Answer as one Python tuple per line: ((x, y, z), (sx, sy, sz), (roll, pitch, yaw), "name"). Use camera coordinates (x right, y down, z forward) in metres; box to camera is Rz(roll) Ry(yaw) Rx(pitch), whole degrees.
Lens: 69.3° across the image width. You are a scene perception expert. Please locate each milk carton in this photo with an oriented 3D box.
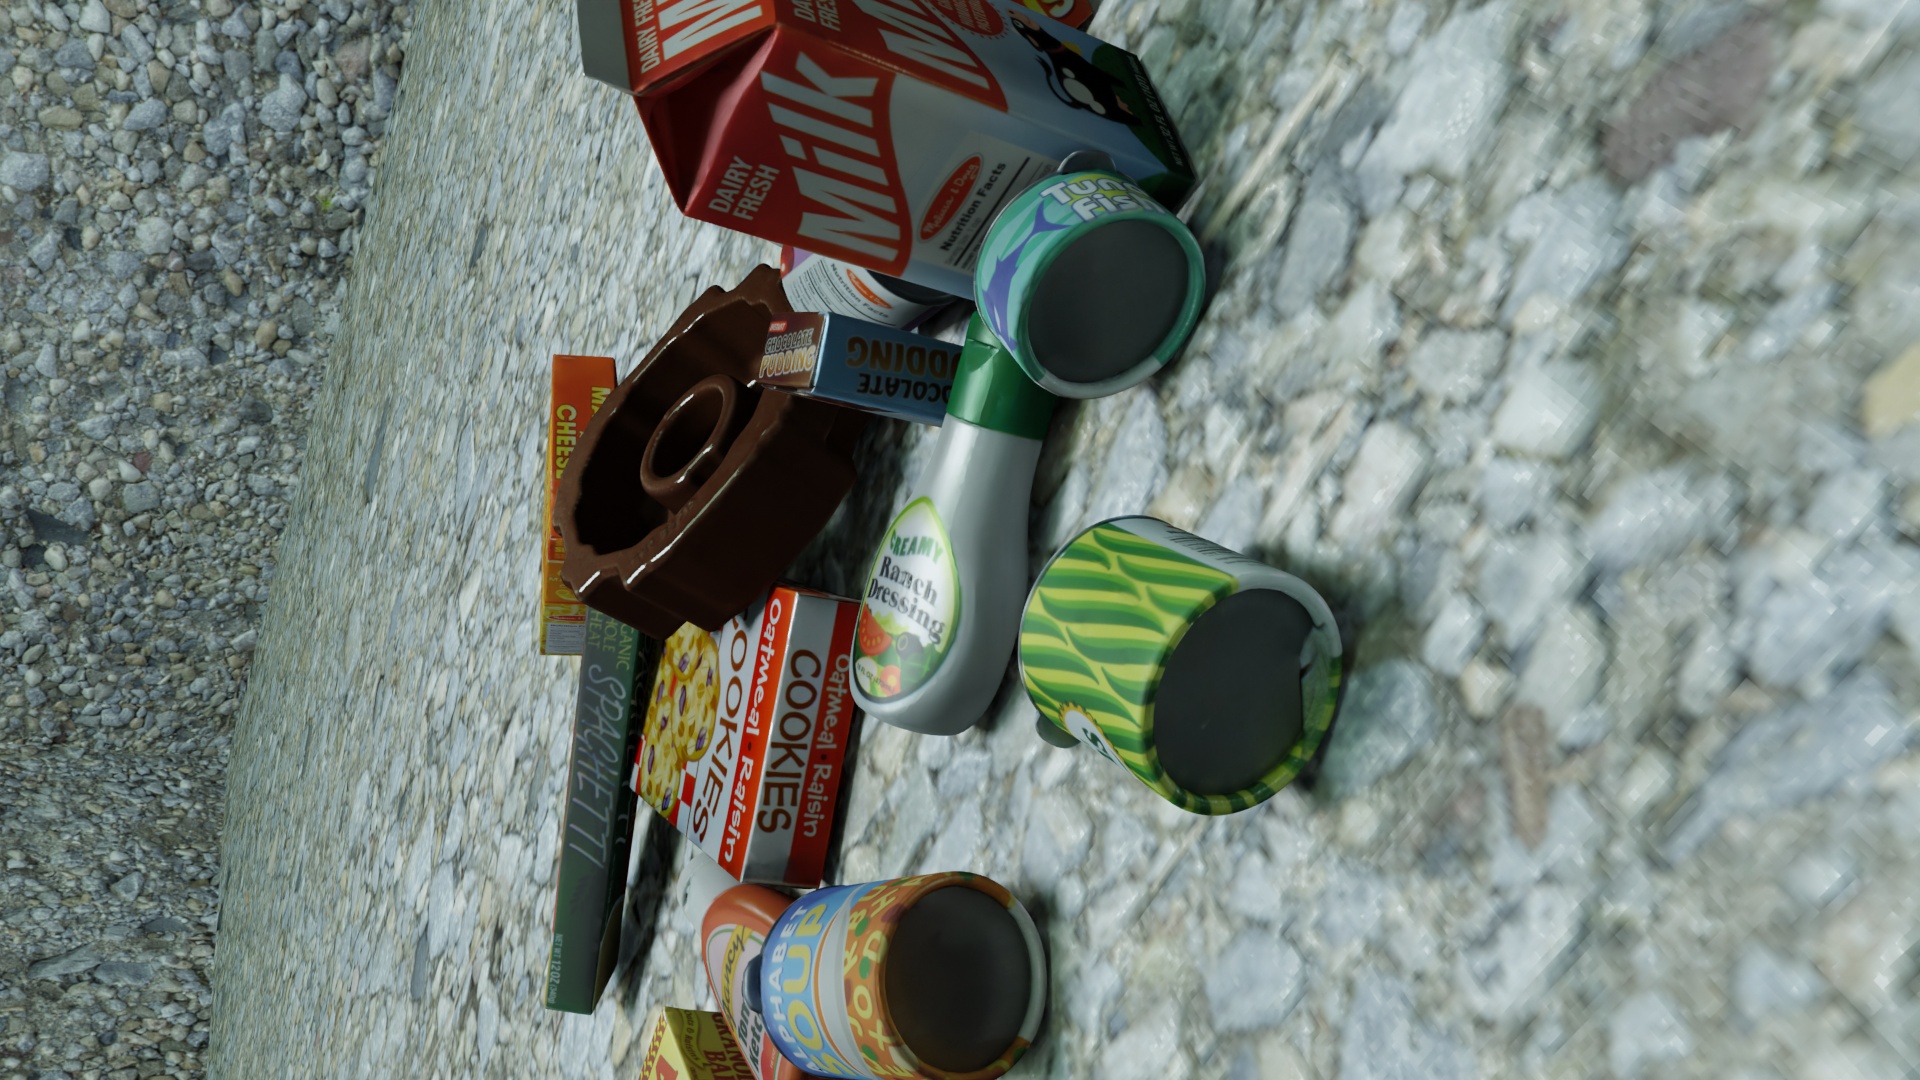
((-0.028, -0.137, 0.439), (0.073, 0.191, 0.072), (-50, 42, 39), "milk carton")

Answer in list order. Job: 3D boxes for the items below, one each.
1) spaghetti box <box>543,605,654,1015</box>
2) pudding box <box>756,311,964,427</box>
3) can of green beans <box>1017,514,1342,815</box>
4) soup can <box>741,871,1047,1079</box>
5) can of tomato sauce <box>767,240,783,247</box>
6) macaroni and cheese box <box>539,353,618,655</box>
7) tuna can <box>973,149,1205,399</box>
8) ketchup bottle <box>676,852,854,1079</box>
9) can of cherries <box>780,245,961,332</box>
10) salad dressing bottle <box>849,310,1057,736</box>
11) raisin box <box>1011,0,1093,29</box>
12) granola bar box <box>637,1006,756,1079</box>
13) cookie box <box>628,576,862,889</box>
((-0.187, 0.128, 0.727), (0.050, 0.029, 0.249), (-83, 3, -74), "spaghetti box")
((-0.027, -0.062, 0.519), (0.049, 0.084, 0.030), (15, 94, 59), "pudding box")
((0.058, 0.032, 0.370), (0.058, 0.071, 0.071), (28, 105, 57), "can of green beans")
((-0.023, 0.147, 0.463), (0.083, 0.071, 0.071), (-27, 59, 53), "soup can")
((-0.071, -0.168, 0.642), (0.083, 0.071, 0.071), (37, 113, 55), "can of tomato sauce")
((-0.235, -0.018, 0.852), (0.165, 0.040, 0.124), (123, 145, -57), "macaroni and cheese box")
((0.041, -0.081, 0.430), (0.070, 0.071, 0.033), (-64, 36, 25), "tuna can")
((-0.077, 0.175, 0.571), (0.149, 0.043, 0.064), (28, 106, 58), "ketchup bottle")
((-0.030, -0.118, 0.563), (0.058, 0.071, 0.071), (-25, 61, 55), "can of cherries")
((0.002, -0.006, 0.494), (0.064, 0.044, 0.147), (27, 104, 48), "salad dressing bottle")
((-0.011, -0.216, 0.554), (0.086, 0.040, 0.124), (-40, 44, 12), "raisin box")
((-0.116, 0.300, 0.571), (0.124, 0.039, 0.165), (35, 108, 60), "granola bar box")
((-0.102, 0.076, 0.644), (0.167, 0.040, 0.123), (10, 89, 60), "cookie box")
